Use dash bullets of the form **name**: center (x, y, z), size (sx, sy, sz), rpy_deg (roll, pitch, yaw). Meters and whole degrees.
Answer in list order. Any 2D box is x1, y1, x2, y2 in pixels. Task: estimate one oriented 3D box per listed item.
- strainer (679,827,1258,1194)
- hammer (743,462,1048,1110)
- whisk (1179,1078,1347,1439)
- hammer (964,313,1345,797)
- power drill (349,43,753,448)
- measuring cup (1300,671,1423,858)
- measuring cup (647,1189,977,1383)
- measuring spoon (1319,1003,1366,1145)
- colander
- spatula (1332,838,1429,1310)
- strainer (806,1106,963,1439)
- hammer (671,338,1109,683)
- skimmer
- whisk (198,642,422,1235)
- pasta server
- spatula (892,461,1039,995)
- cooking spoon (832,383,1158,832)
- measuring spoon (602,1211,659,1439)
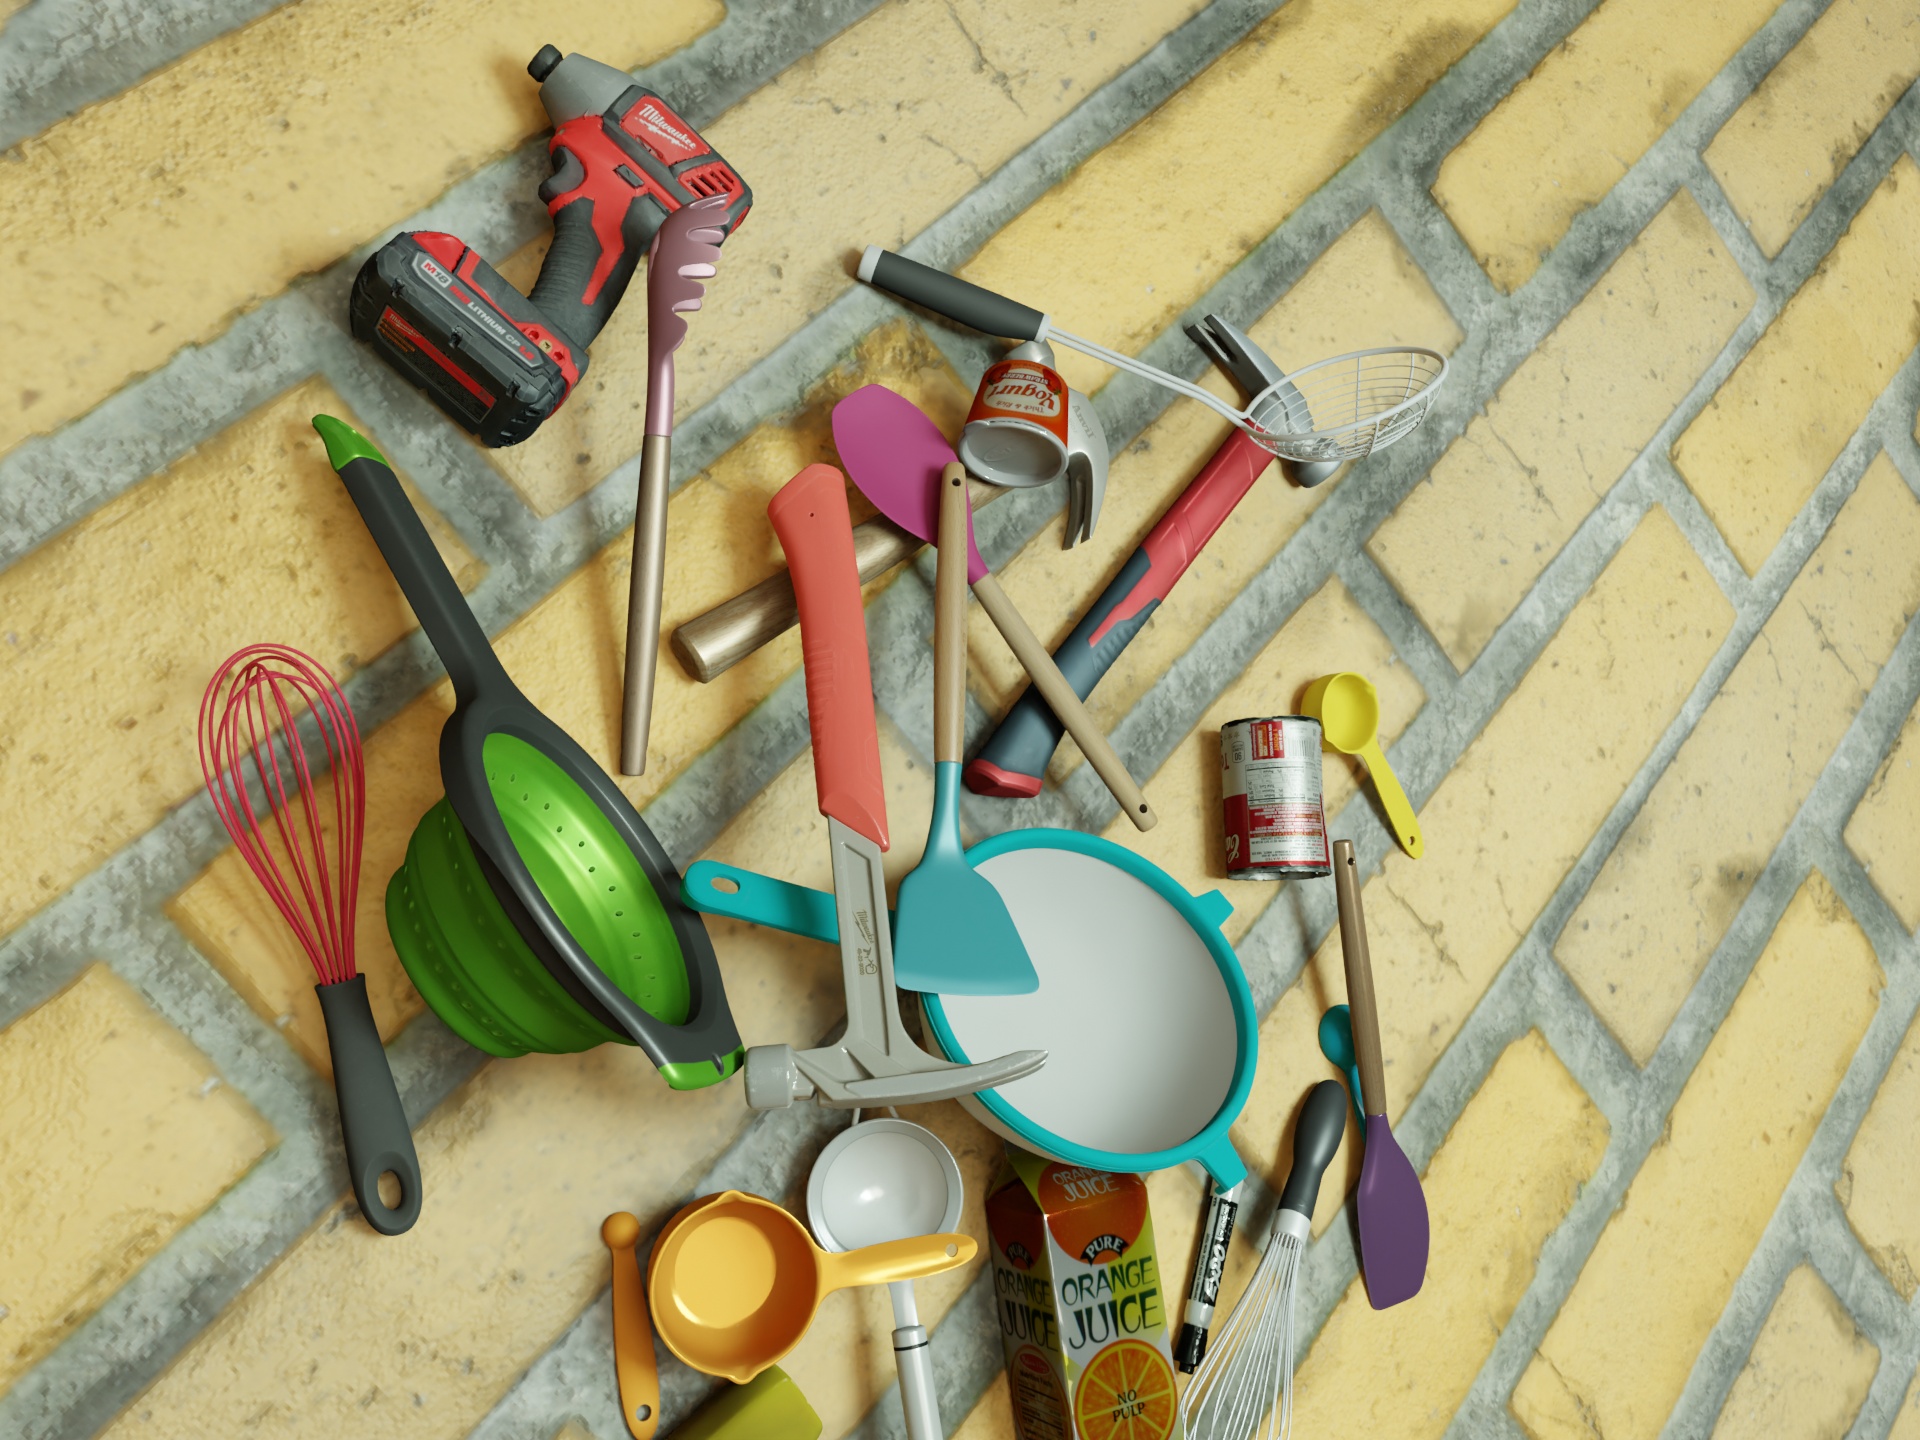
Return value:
- **strainer**: center (-0.001, 0.155, 0.901), size (0.340, 0.095, 0.211), rpy_deg (17, 48, -13)
- **hammer**: center (-0.051, 0.022, 0.848), size (0.149, 0.036, 0.359), rpy_deg (-5, 66, -5)
- **whisk**: center (0.195, 0.341, 0.975), size (0.070, 0.070, 0.285), rpy_deg (41, 52, -16)
- **hammer**: center (0.113, -0.105, 1.045), size (0.143, 0.038, 0.386), rpy_deg (45, 63, -12)
- **power drill**: center (-0.225, -0.270, 0.877), size (0.143, 0.078, 0.220), rpy_deg (42, 61, -16)
- **measuring cup**: center (0.286, 0.035, 1.123), size (0.062, 0.029, 0.156), rpy_deg (-41, 112, -28)
- **measuring cup**: center (-0.080, 0.288, 0.843), size (0.173, 0.052, 0.095), rpy_deg (-3, 82, -18)
- **measuring spoon**: center (0.277, 0.254, 1.071), size (0.042, 0.021, 0.128), rpy_deg (-15, 87, -29)
- **colander**: center (-0.252, 0.028, 0.792), size (0.094, 0.204, 0.397), rpy_deg (-33, 79, 5)
- **spatula**: center (0.274, 0.234, 1.054), size (0.059, 0.018, 0.316), rpy_deg (-11, 95, -26)
- **strainer**: center (-0.031, 0.328, 0.868), size (0.087, 0.050, 0.258), rpy_deg (-8, 77, -8)
- **hammer**: center (-0.033, -0.115, 0.972), size (0.331, 0.031, 0.130), rpy_deg (-35, 97, -28)
- **skimmer**: center (0.118, -0.249, 0.992), size (0.363, 0.090, 0.127), rpy_deg (20, 32, -3)
- **whisk**: center (-0.307, 0.108, 0.772), size (0.073, 0.073, 0.296), rpy_deg (-14, 94, -29)
- **pasta server**: center (-0.158, -0.126, 0.862), size (0.040, 0.060, 0.316), rpy_deg (4, 96, -12)
- **spatula**: center (-0.001, -0.003, 0.895), size (0.082, 0.044, 0.318), rpy_deg (5, 73, -17)
- **cooking spoon**: center (0.026, -0.064, 0.960), size (0.069, 0.017, 0.319), rpy_deg (-38, 96, -27)
- **measuring spoon**: center (-0.170, 0.315, 0.827), size (0.021, 0.011, 0.117), rpy_deg (-5, 82, -29)
